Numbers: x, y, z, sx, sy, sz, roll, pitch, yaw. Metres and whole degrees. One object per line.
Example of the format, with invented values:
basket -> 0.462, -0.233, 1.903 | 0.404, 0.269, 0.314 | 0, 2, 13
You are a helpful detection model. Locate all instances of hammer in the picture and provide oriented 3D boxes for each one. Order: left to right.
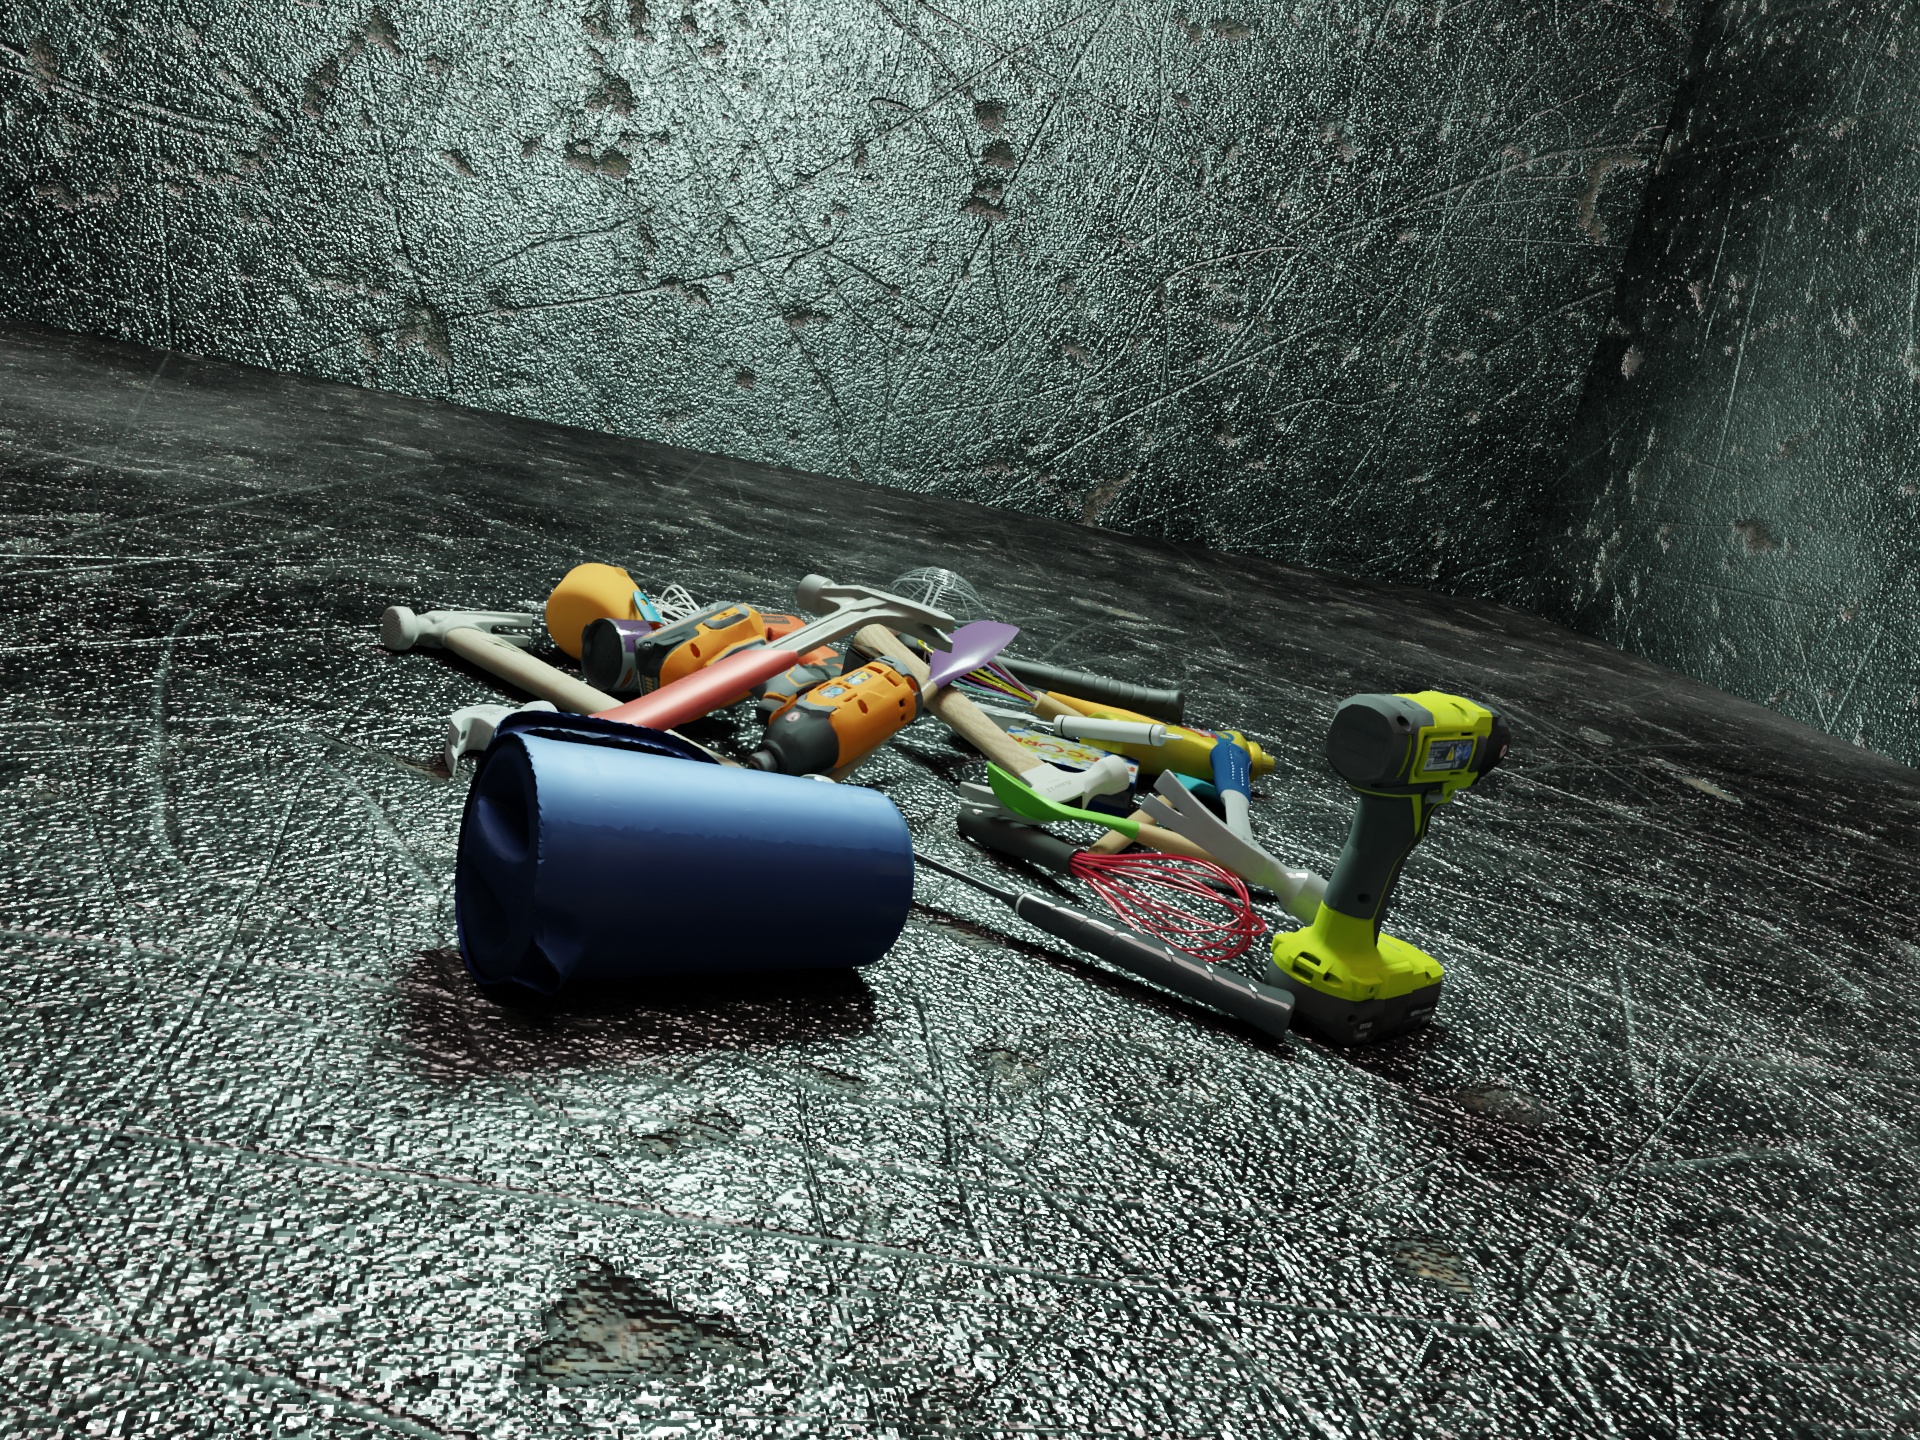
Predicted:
hammer -> -0.315, -0.020, 1.327 | 0.411, 0.038, 0.146 | 25, 17, 37
hammer -> -0.235, 0.052, 1.124 | 0.331, 0.033, 0.128 | 21, 16, 29
hammer -> -0.160, -0.033, 1.198 | 0.149, 0.036, 0.359 | 20, 31, 28
hammer -> -0.002, -0.004, 1.400 | 0.130, 0.031, 0.332 | -20, 37, -26
hammer -> 0.031, 0.116, 1.068 | 0.409, 0.036, 0.149 | 22, 2, 22
hammer -> 0.068, -0.045, 1.612 | 0.334, 0.035, 0.146 | 13, -22, -6
hammer -> 0.122, -0.016, 1.696 | 0.337, 0.034, 0.127 | 20, 15, 27
hammer -> 0.219, 0.064, 1.292 | 0.144, 0.035, 0.405 | 34, 11, 2

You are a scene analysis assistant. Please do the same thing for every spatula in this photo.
spatula -> -0.041, -0.018, 1.375 | 0.060, 0.018, 0.316 | 13, 34, 25
spatula -> 0.169, 0.087, 1.373 | 0.082, 0.044, 0.317 | 21, 21, 23

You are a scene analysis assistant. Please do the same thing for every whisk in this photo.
whisk -> -0.239, -0.083, 1.513 | 0.057, 0.059, 0.246 | 12, 8, -38
whisk -> 0.055, -0.030, 1.561 | 0.244, 0.051, 0.047 | 26, -20, -33
whisk -> 0.099, 0.110, 1.160 | 0.073, 0.073, 0.296 | -1, 13, -43

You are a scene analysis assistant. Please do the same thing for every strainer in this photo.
strainer -> 0.087, 0.006, 1.485 | 0.258, 0.050, 0.086 | 6, 2, 31

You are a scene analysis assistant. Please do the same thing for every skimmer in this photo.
skimmer -> -0.049, -0.102, 1.889 | 0.127, 0.090, 0.363 | 16, 25, 3

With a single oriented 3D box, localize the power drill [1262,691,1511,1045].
power drill -> 0.289, 0.091, 1.050 | 0.171, 0.223, 0.080 | -1, 20, -43

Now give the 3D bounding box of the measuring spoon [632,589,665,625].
measuring spoon -> -0.261, -0.072, 1.455 | 0.129, 0.021, 0.042 | 56, 30, 11

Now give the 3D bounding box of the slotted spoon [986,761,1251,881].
slotted spoon -> 0.162, 0.096, 1.257 | 0.313, 0.031, 0.070 | 19, 5, -11

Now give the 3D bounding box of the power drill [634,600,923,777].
power drill -> -0.165, -0.019, 1.303 | 0.227, 0.084, 0.164 | 21, 37, 36

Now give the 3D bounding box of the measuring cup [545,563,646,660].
measuring cup -> -0.308, -0.073, 1.487 | 0.173, 0.095, 0.052 | 34, 35, -4
